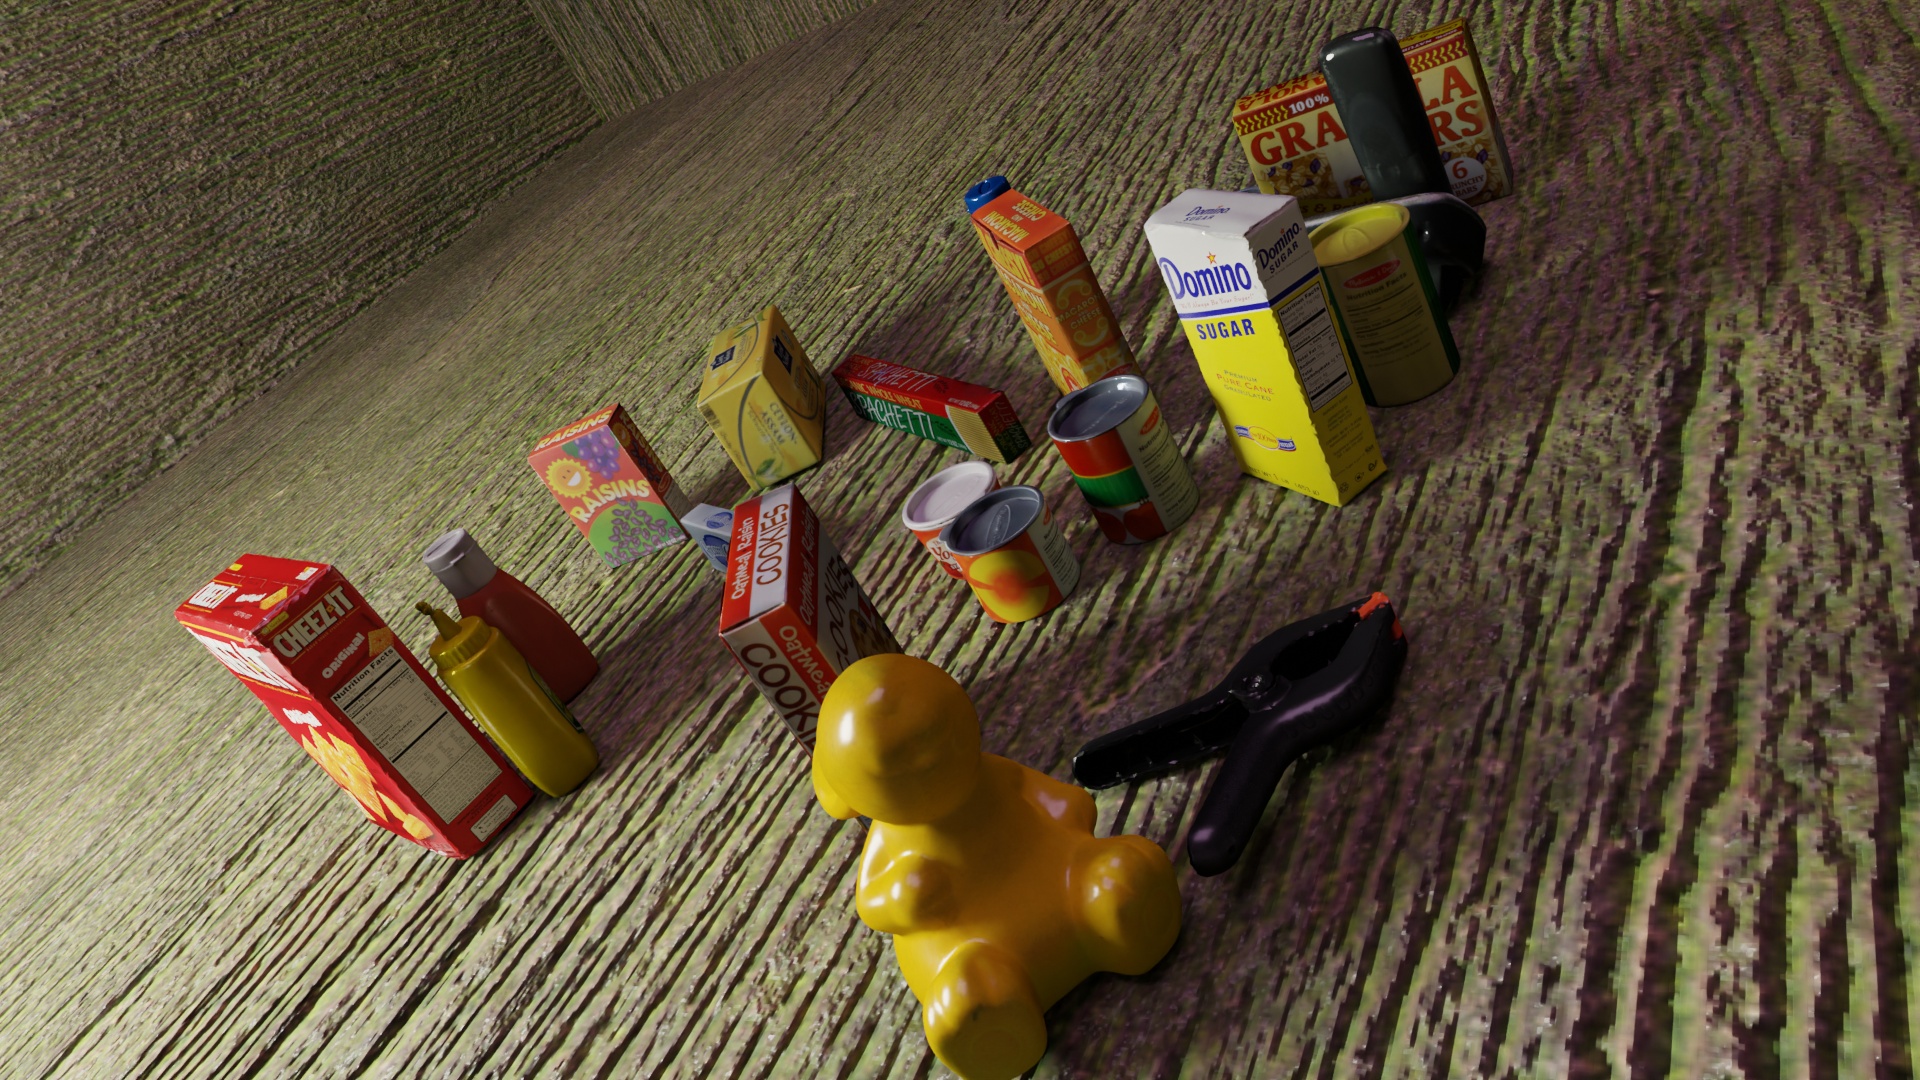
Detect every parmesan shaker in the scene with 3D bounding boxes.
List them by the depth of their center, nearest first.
[{"bbox_3d":[0.248,-0.139,0.830,0.071,0.102,0.071,-23,29,14],"label":"parmesan shaker"}]

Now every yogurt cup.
[{"bbox_3d":[0.003,-0.011,0.911,0.072,0.053,0.073,-23,29,14],"label":"yogurt cup"}]

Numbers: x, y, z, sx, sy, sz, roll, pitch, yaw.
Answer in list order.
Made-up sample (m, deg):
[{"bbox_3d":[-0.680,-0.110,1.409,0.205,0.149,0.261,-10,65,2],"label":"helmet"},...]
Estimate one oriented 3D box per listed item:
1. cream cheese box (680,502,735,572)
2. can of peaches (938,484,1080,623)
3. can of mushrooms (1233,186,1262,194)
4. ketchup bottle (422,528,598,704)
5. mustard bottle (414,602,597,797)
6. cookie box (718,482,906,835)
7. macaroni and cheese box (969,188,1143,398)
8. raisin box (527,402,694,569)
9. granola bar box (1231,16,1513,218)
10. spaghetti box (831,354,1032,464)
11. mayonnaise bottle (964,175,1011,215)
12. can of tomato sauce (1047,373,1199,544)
[{"bbox_3d":[-0.168,0.003,1.050,0.024,0.053,0.104,-44,31,-23],"label":"cream cheese box"},{"bbox_3d":[0.030,0.009,0.848,0.071,0.058,0.071,-23,29,14],"label":"can of peaches"},{"bbox_3d":[0.220,-0.250,1.109,0.071,0.033,0.071,-23,29,14],"label":"can of mushrooms"},{"bbox_3d":[-0.332,0.058,1.018,0.065,0.148,0.043,-42,30,-20],"label":"ketchup bottle"},{"bbox_3d":[-0.302,0.098,0.913,0.049,0.159,0.065,-39,29,-15],"label":"mustard bottle"},{"bbox_3d":[-0.064,0.068,0.728,0.040,0.167,0.123,-26,28,9],"label":"cookie box"},{"bbox_3d":[0.073,-0.147,0.943,0.040,0.166,0.124,-32,28,-1],"label":"macaroni and cheese box"},{"bbox_3d":[-0.291,-0.045,1.171,0.086,0.123,0.040,-20,30,20],"label":"raisin box"},{"bbox_3d":[0.295,-0.283,0.995,0.165,0.123,0.039,-13,33,30],"label":"granola bar box"},{"bbox_3d":[-0.030,-0.108,1.100,0.029,0.050,0.250,-40,30,-16],"label":"spaghetti box"},{"bbox_3d":[0.052,-0.212,1.087,0.041,0.147,0.065,-23,29,15],"label":"mayonnaise bottle"},{"bbox_3d":[0.099,-0.049,0.849,0.071,0.083,0.071,-23,29,14],"label":"can of tomato sauce"}]
